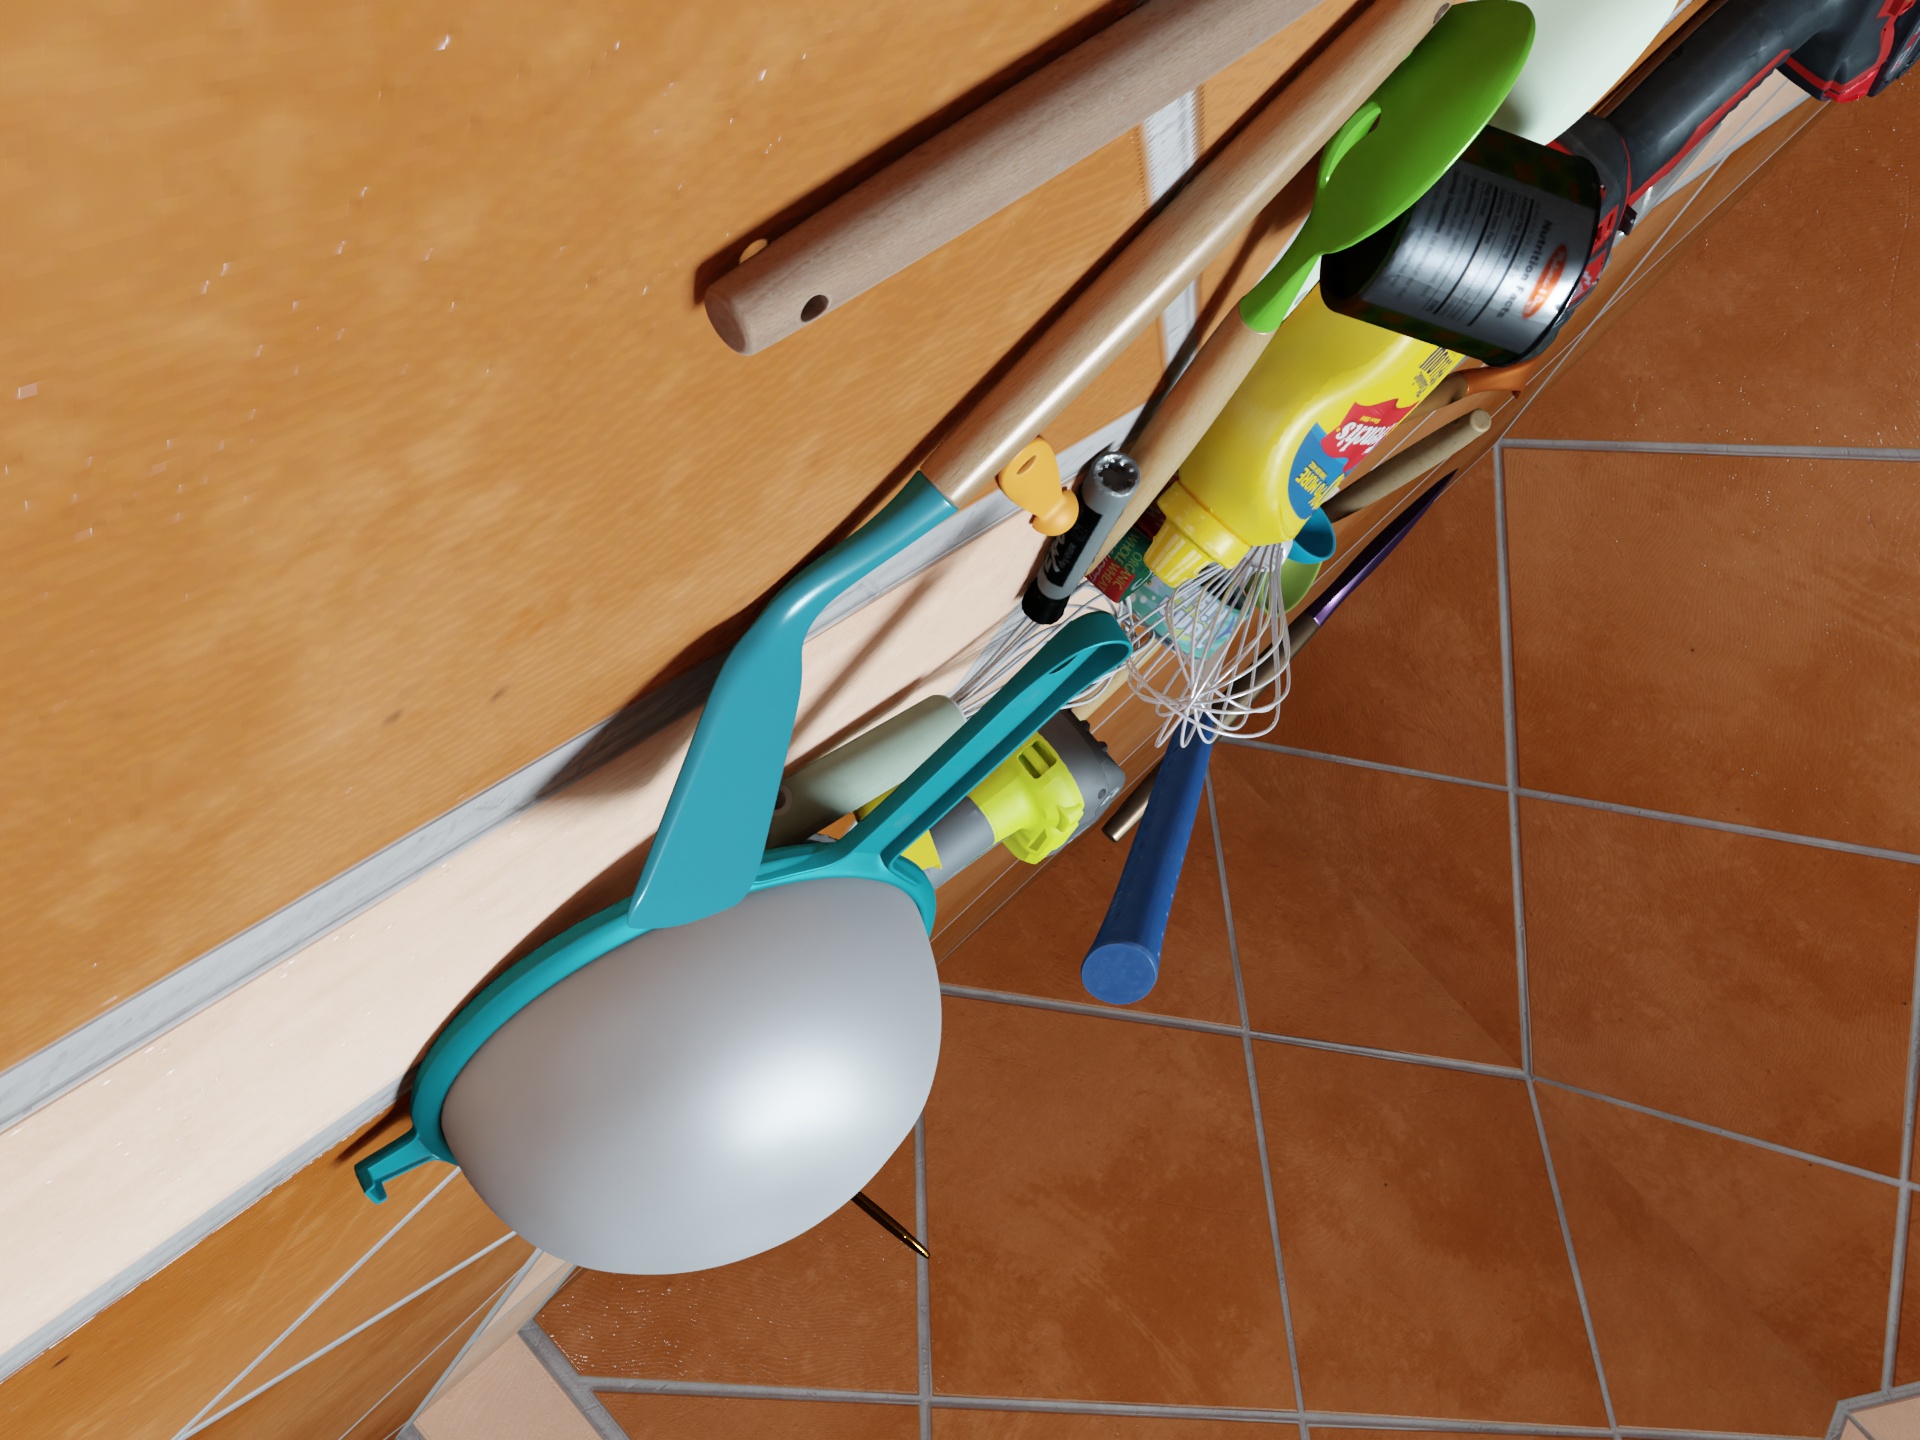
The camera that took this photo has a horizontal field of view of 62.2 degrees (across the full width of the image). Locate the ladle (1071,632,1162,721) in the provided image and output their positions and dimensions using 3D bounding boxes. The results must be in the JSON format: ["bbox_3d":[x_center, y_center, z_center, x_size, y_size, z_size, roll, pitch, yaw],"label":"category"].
[{"bbox_3d":[0.039,0.031,1.080,0.315,0.031,0.069,-42,174,-22],"label":"ladle"}]

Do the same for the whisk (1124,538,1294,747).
[{"bbox_3d":[0.133,-0.069,0.730,0.070,0.070,0.285,-49,-177,35],"label":"whisk"}]

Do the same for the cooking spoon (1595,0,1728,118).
[{"bbox_3d":[0.385,-0.356,0.769,0.319,0.017,0.068,-44,172,2],"label":"cooking spoon"}]

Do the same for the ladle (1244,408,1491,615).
[{"bbox_3d":[0.251,-0.129,0.989,0.078,0.062,0.320,-50,-176,-13],"label":"ladle"}]

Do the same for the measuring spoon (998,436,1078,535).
[{"bbox_3d":[0.028,-0.076,0.532,0.021,0.011,0.117,-44,172,5],"label":"measuring spoon"}]

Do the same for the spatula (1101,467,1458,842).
[{"bbox_3d":[0.197,-0.043,0.967,0.316,0.018,0.059,-46,177,-8],"label":"spatula"}]

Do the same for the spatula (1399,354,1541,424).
[{"bbox_3d":[0.242,-0.177,0.848,0.322,0.041,0.081,-23,147,-31],"label":"spatula"}]

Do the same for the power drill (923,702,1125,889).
[{"bbox_3d":[-0.025,0.084,0.895,0.223,0.080,0.171,-35,169,-22],"label":"power drill"}]

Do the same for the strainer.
[{"bbox_3d":[-0.044,0.104,0.563,0.340,0.095,0.210,-44,150,26],"label":"strainer"}]

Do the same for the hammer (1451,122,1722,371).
[{"bbox_3d":[0.288,-0.223,0.930,0.410,0.038,0.146,-39,170,-21],"label":"hammer"}]

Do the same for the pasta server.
[{"bbox_3d":[0.082,-0.152,0.315,0.316,0.040,0.060,-38,158,-21],"label":"pasta server"}]

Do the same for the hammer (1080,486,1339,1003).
[{"bbox_3d":[0.134,-0.006,0.879,0.144,0.035,0.406,-53,-173,40],"label":"hammer"}]

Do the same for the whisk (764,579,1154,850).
[{"bbox_3d":[-0.001,-0.002,0.666,0.246,0.058,0.059,-31,131,-40],"label":"whisk"}]

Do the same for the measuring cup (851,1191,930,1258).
[{"bbox_3d":[-0.066,0.195,0.800,0.052,0.173,0.095,-48,-178,-24],"label":"measuring cup"}]

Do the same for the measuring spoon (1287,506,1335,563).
[{"bbox_3d":[0.146,-0.098,0.825,0.128,0.042,0.021,-4,158,-39],"label":"measuring spoon"}]

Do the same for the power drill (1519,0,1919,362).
[{"bbox_3d":[0.318,-0.259,0.710,0.226,0.080,0.187,-41,165,6],"label":"power drill"}]

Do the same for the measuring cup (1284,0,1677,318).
[{"bbox_3d":[0.168,-0.187,0.528,0.167,0.038,0.083,-50,169,31],"label":"measuring cup"}]

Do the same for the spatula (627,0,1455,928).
[{"bbox_3d":[0.020,-0.071,0.414,0.317,0.044,0.082,-45,169,9],"label":"spatula"}]

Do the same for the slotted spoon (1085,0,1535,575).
[{"bbox_3d":[0.088,-0.120,0.533,0.313,0.031,0.070,126,-14,-64],"label":"slotted spoon"}]

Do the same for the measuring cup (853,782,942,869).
[{"bbox_3d":[-0.037,0.042,0.737,0.029,0.062,0.156,-22,-179,-7],"label":"measuring cup"}]
